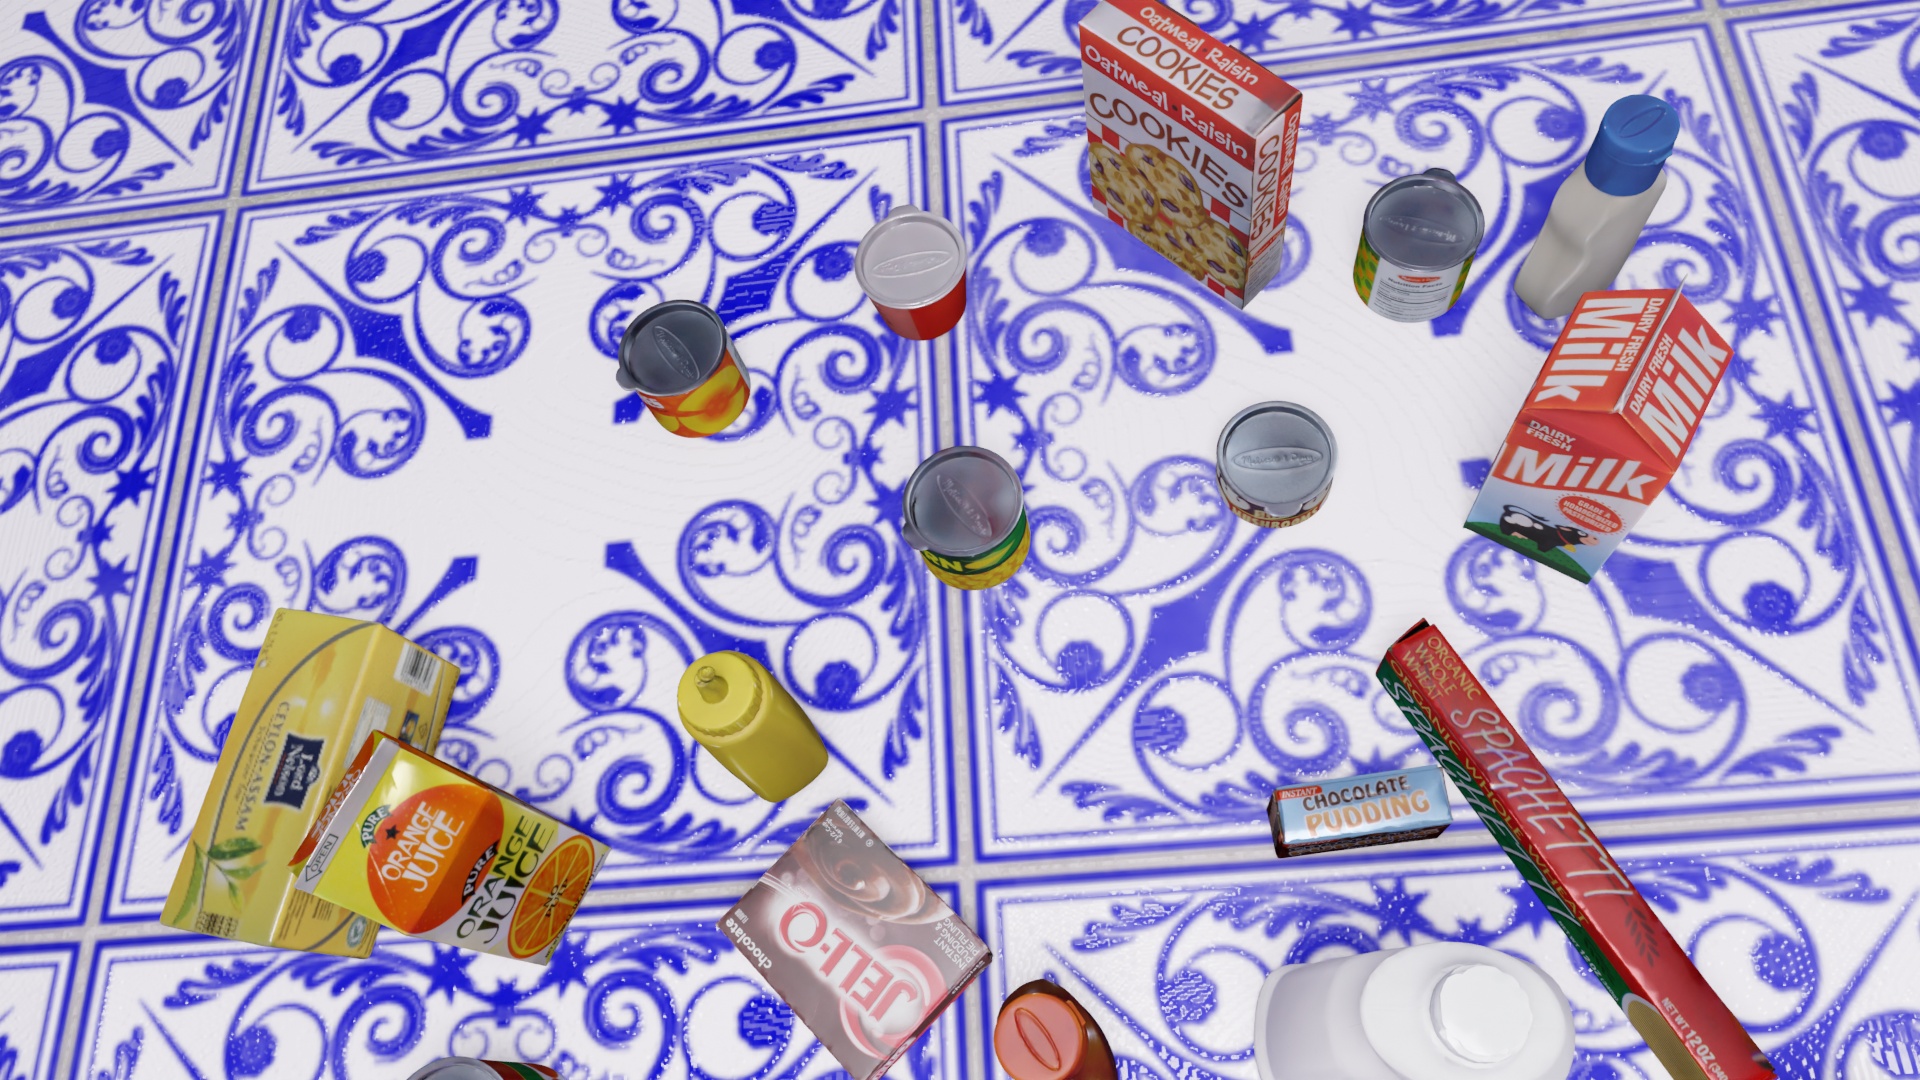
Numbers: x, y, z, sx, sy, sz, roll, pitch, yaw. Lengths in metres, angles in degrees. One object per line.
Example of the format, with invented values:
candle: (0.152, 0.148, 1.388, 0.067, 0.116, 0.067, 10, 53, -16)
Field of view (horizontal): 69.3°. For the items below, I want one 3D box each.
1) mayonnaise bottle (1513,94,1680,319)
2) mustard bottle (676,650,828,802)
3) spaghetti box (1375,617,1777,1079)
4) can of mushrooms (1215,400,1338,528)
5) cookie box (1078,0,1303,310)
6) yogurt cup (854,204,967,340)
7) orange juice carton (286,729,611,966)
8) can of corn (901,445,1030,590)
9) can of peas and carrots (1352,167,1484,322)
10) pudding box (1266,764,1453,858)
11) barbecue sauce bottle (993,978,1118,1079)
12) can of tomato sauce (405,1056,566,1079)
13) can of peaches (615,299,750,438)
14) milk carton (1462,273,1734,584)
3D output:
mayonnaise bottle: (0.346, -0.179, 0.752, 0.065, 0.147, 0.041, -33, 67, -6)
mustard bottle: (-0.110, 0.088, 0.699, 0.049, 0.159, 0.065, -38, 68, -8)
spaghetti box: (0.288, 0.151, 0.675, 0.029, 0.050, 0.251, -30, 66, -4)
can of mushrooms: (0.177, -0.040, 0.780, 0.071, 0.033, 0.071, -3, 67, 7)
cookie box: (0.129, -0.220, 0.790, 0.123, 0.167, 0.040, 41, 79, 21)
yogurt cup: (-0.027, -0.159, 0.849, 0.072, 0.053, 0.072, -3, 67, 7)
orange juice carton: (-0.250, 0.150, 0.675, 0.073, 0.192, 0.072, 22, 73, 16)
can of corn: (0.003, -0.010, 0.779, 0.071, 0.058, 0.071, -3, 67, 7)
can of peas and carrots: (0.266, -0.171, 0.809, 0.071, 0.058, 0.071, -3, 67, 7)
pudding box: (0.198, 0.136, 0.694, 0.084, 0.049, 0.030, -9, 67, 5)
barbecue sauce bottle: (0.042, 0.227, 0.625, 0.044, 0.148, 0.065, -34, 67, -6)
can of tomato sauce: (-0.229, 0.289, 0.674, 0.071, 0.083, 0.071, -3, 67, 7)
can of peaches: (-0.168, -0.102, 0.843, 0.071, 0.058, 0.071, -3, 67, 7)
milk carton: (0.312, -0.054, 0.681, 0.073, 0.190, 0.072, 28, 74, 18)
